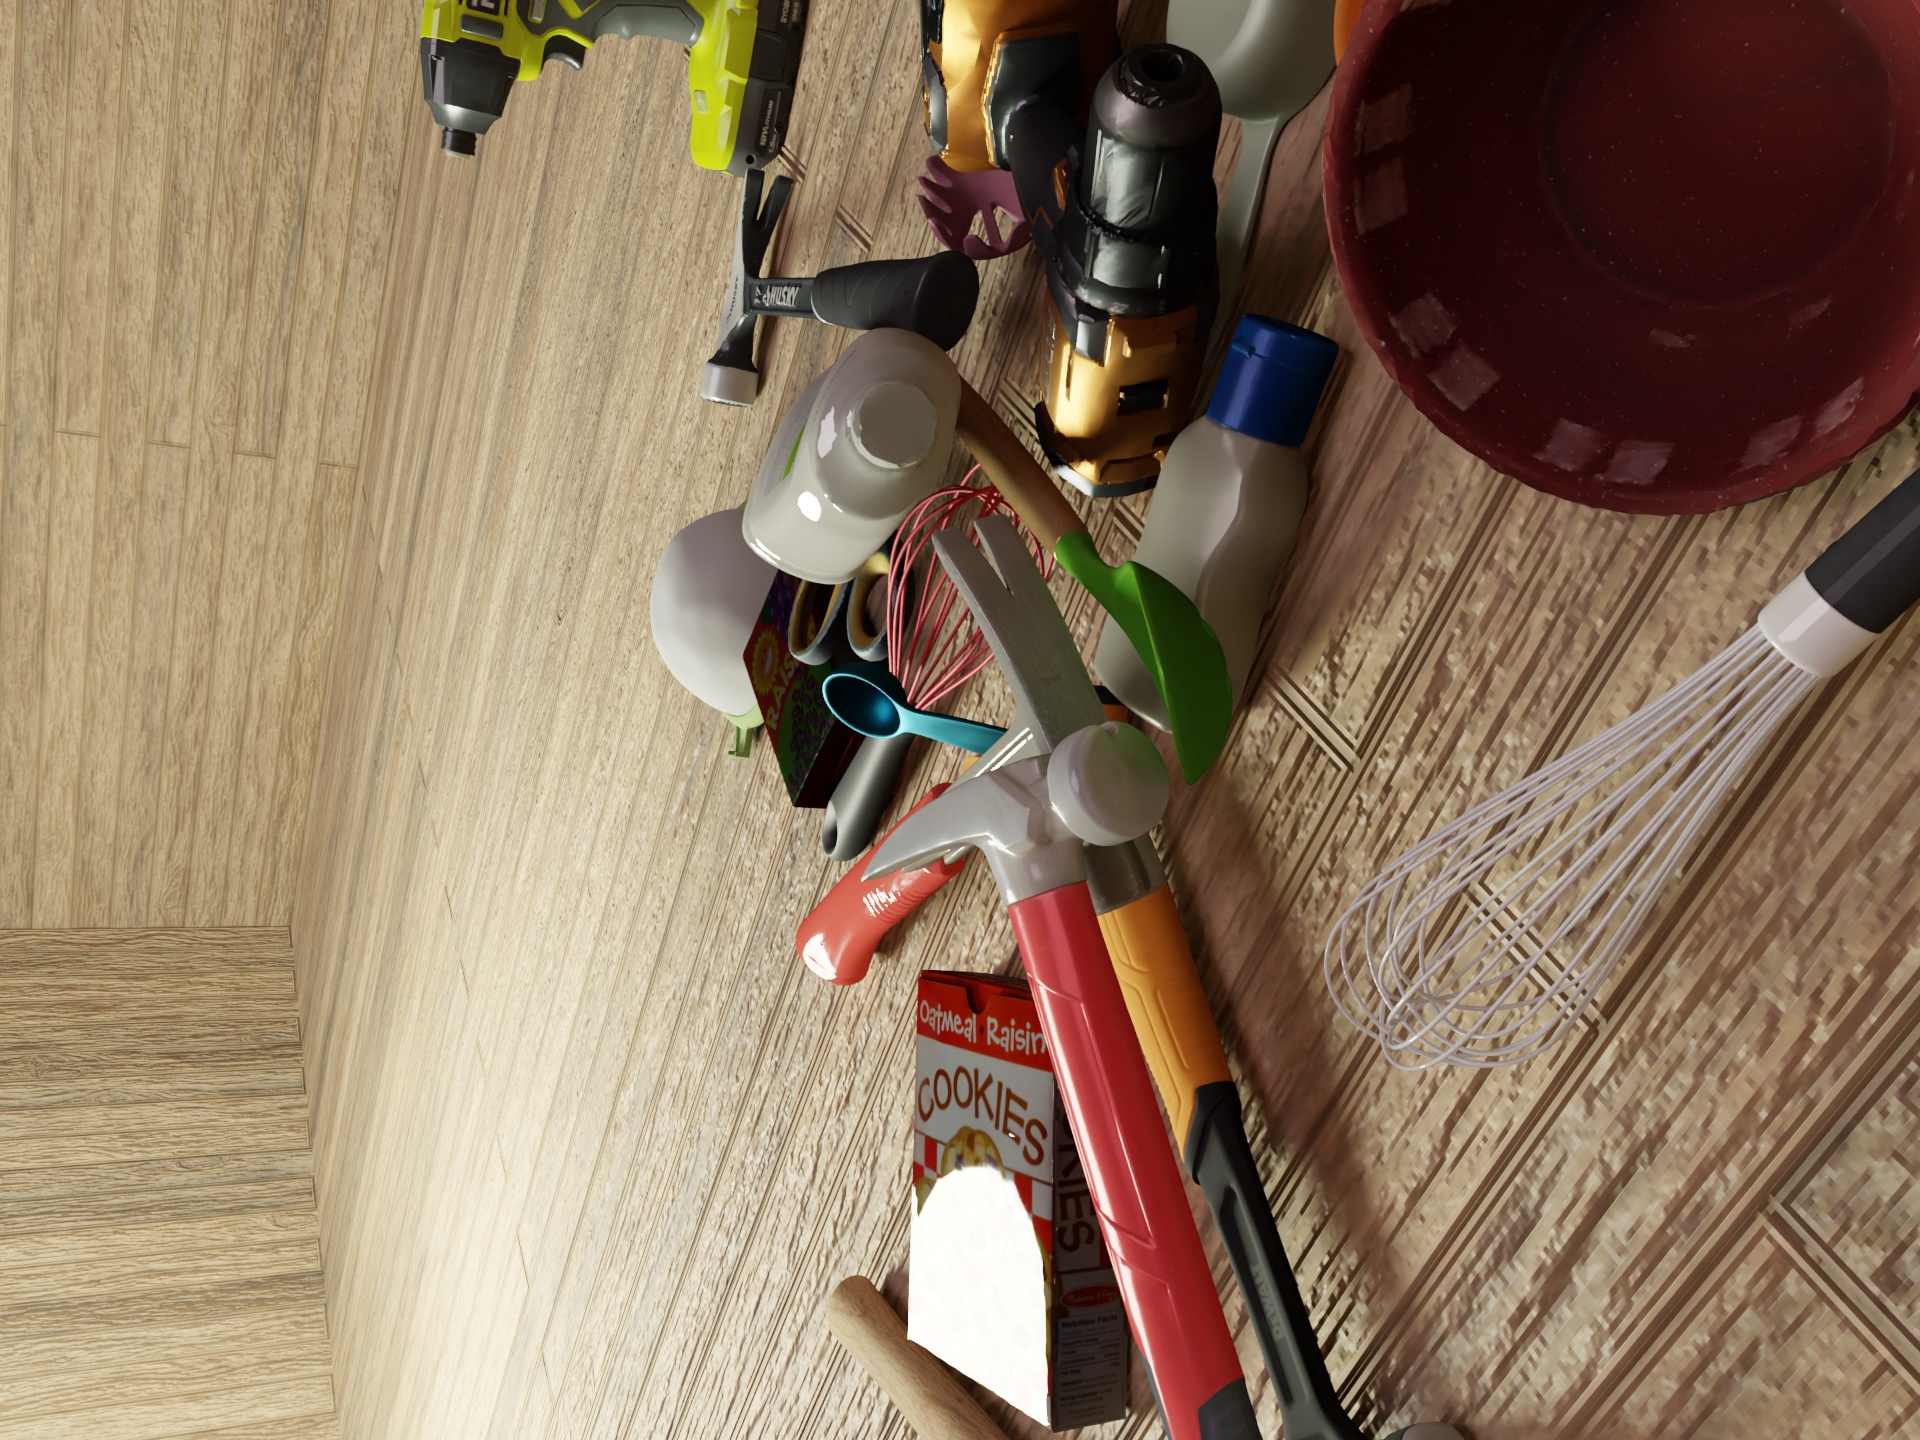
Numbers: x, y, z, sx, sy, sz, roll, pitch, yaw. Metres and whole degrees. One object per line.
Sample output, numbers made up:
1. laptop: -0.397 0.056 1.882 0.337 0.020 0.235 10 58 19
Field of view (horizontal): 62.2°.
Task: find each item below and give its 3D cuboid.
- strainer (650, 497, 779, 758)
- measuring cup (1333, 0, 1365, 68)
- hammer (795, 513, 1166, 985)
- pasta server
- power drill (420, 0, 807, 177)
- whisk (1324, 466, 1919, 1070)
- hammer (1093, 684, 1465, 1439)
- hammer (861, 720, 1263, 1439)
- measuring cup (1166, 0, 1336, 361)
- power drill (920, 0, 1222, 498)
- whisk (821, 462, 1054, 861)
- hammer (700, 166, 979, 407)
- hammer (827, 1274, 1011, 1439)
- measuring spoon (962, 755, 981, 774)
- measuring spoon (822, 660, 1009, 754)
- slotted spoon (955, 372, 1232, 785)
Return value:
1. strainer: -0.138 -0.105 0.975 0.256 0.069 0.152 -60 39 42
2. measuring cup: 0.180 -0.210 0.434 0.174 0.052 0.095 14 99 59
3. hammer: -0.021 0.050 0.710 0.149 0.036 0.359 66 155 11
4. pasta server: -0.009 -0.342 0.803 0.040 0.060 0.317 70 -172 -60
5. power drill: -0.221 -0.425 1.001 0.080 0.223 0.171 39 120 56
6. whisk: 0.188 -0.002 0.395 0.284 0.070 0.070 -57 41 35
7. hammer: 0.082 0.133 0.590 0.127 0.034 0.337 -52 44 44
8. hammer: 0.063 0.203 0.511 0.143 0.038 0.386 -30 73 52
9. measuring cup: 0.097 -0.219 0.594 0.083 0.038 0.167 35 116 57
10. power drill: 0.043 -0.224 0.600 0.185 0.084 0.226 91 167 -62
11. whisk: -0.023 -0.015 0.777 0.295 0.073 0.073 118 143 -48
12. hammer: -0.074 -0.235 0.866 0.409 0.036 0.149 -146 65 -65
13. hammer: 0.020 0.327 0.684 0.331 0.031 0.130 19 104 60
14. measuring spoon: 0.028 0.036 0.725 0.117 0.011 0.021 29 112 62
15. measuring spoon: -0.001 -0.002 0.711 0.042 0.129 0.021 80 -148 -49
16. slotted spoon: 0.034 -0.078 0.598 0.314 0.031 0.070 -119 7 -54
